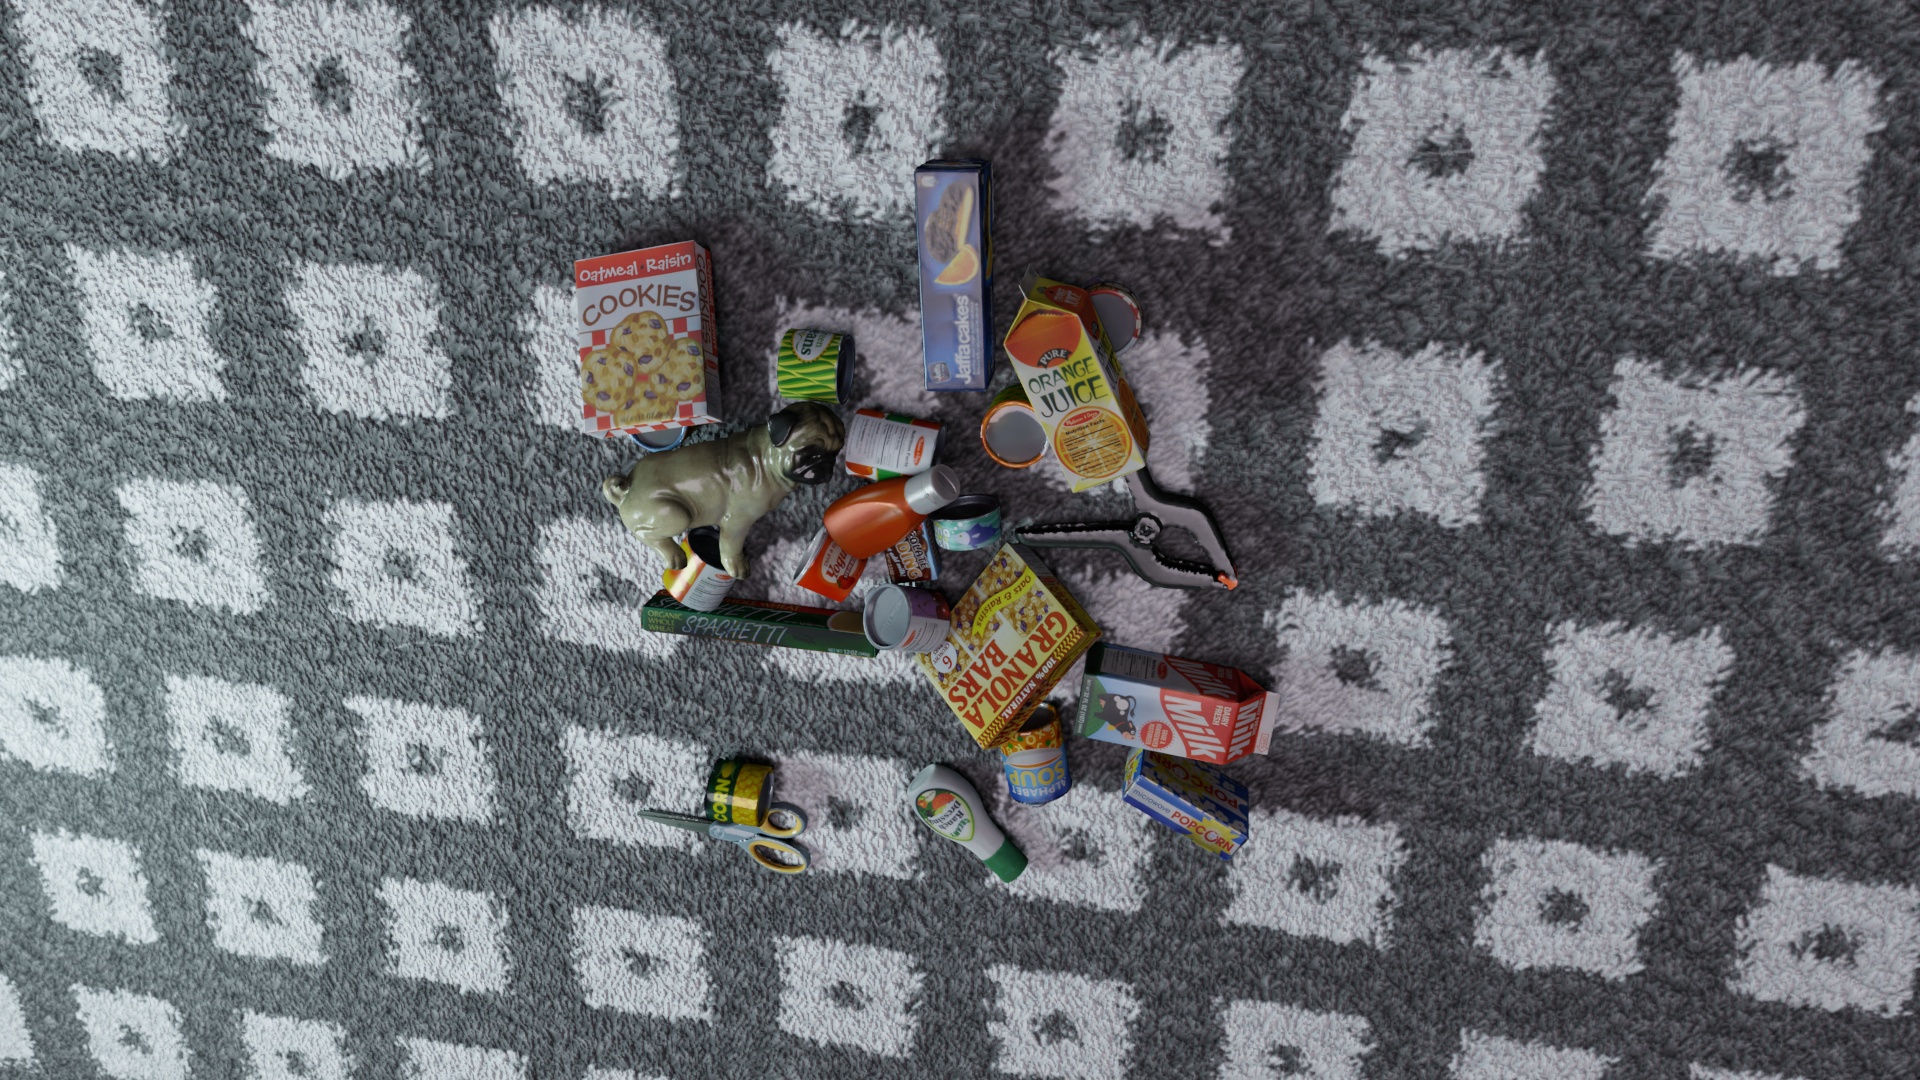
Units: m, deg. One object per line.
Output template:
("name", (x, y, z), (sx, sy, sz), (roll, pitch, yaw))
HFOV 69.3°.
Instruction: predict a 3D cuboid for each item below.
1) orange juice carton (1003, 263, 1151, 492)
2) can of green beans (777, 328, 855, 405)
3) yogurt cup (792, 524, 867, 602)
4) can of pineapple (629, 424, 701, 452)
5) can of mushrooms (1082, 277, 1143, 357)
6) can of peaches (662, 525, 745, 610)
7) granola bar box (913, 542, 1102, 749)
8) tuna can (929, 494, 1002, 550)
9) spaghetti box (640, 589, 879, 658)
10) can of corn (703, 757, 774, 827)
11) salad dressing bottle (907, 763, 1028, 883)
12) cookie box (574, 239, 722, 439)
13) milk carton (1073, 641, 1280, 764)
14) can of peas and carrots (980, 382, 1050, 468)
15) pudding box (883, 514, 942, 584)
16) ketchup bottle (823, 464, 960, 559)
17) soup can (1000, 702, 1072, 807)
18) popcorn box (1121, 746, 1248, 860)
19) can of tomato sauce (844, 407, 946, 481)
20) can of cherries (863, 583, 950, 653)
("orange juice carton", (0.096, -0.148, 1.218), (0.073, 0.072, 0.192), (-20, 110, 21))
("can of green beans", (-0.134, -0.163, 1.297), (0.058, 0.071, 0.071), (8, 114, 8))
("yogurt cup", (-0.128, 0.026, 1.377), (0.054, 0.073, 0.072), (30, 115, -11))
("can of pineapple", (-0.286, -0.123, 1.348), (0.071, 0.058, 0.070), (4, 113, 9))
("can of mushrooms", (0.129, -0.200, 1.249), (0.071, 0.033, 0.070), (4, 114, 10))
("can of peaches", (-0.259, 0.027, 1.403), (0.071, 0.071, 0.057), (34, 115, -4))
("granola bar box", (0.044, 0.103, 1.357), (0.124, 0.039, 0.165), (50, 117, 25))
("tuna can", (0.005, -0.017, 1.329), (0.071, 0.071, 0.032), (-4, 112, 13))
("spaghetti box", (-0.202, 0.085, 1.422), (0.250, 0.050, 0.028), (6, 112, 9))
("can of corn", (-0.238, 0.273, 1.496), (0.058, 0.071, 0.071), (8, 114, 7))
("salad dressing bottle", (0.010, 0.302, 1.474), (0.147, 0.044, 0.064), (45, 112, -9))
("cookie box", (-0.291, -0.186, 1.293), (0.123, 0.040, 0.167), (-7, 82, 12))
("milk carton", (0.212, 0.162, 1.361), (0.191, 0.074, 0.072), (10, 114, 6))
("can of peas and carrots", (0.053, -0.106, 1.289), (0.071, 0.059, 0.070), (4, 113, 10))
("pudding box", (-0.051, -0.001, 1.368), (0.049, 0.030, 0.083), (-7, 111, 14))
("ketchup bottle", (-0.062, -0.030, 1.293), (0.148, 0.044, 0.064), (-24, 116, 44))
("soup can", (0.075, 0.217, 1.411), (0.071, 0.071, 0.083), (-7, 111, 14))
("popcorn box", (0.226, 0.254, 1.390), (0.127, 0.085, 0.038), (31, 116, -3))
("can of tomato sauce", (-0.061, -0.086, 1.317), (0.083, 0.071, 0.071), (12, 114, 7))
("can of cherries", (-0.054, 0.075, 1.371), (0.071, 0.058, 0.071), (-8, 78, 43))
